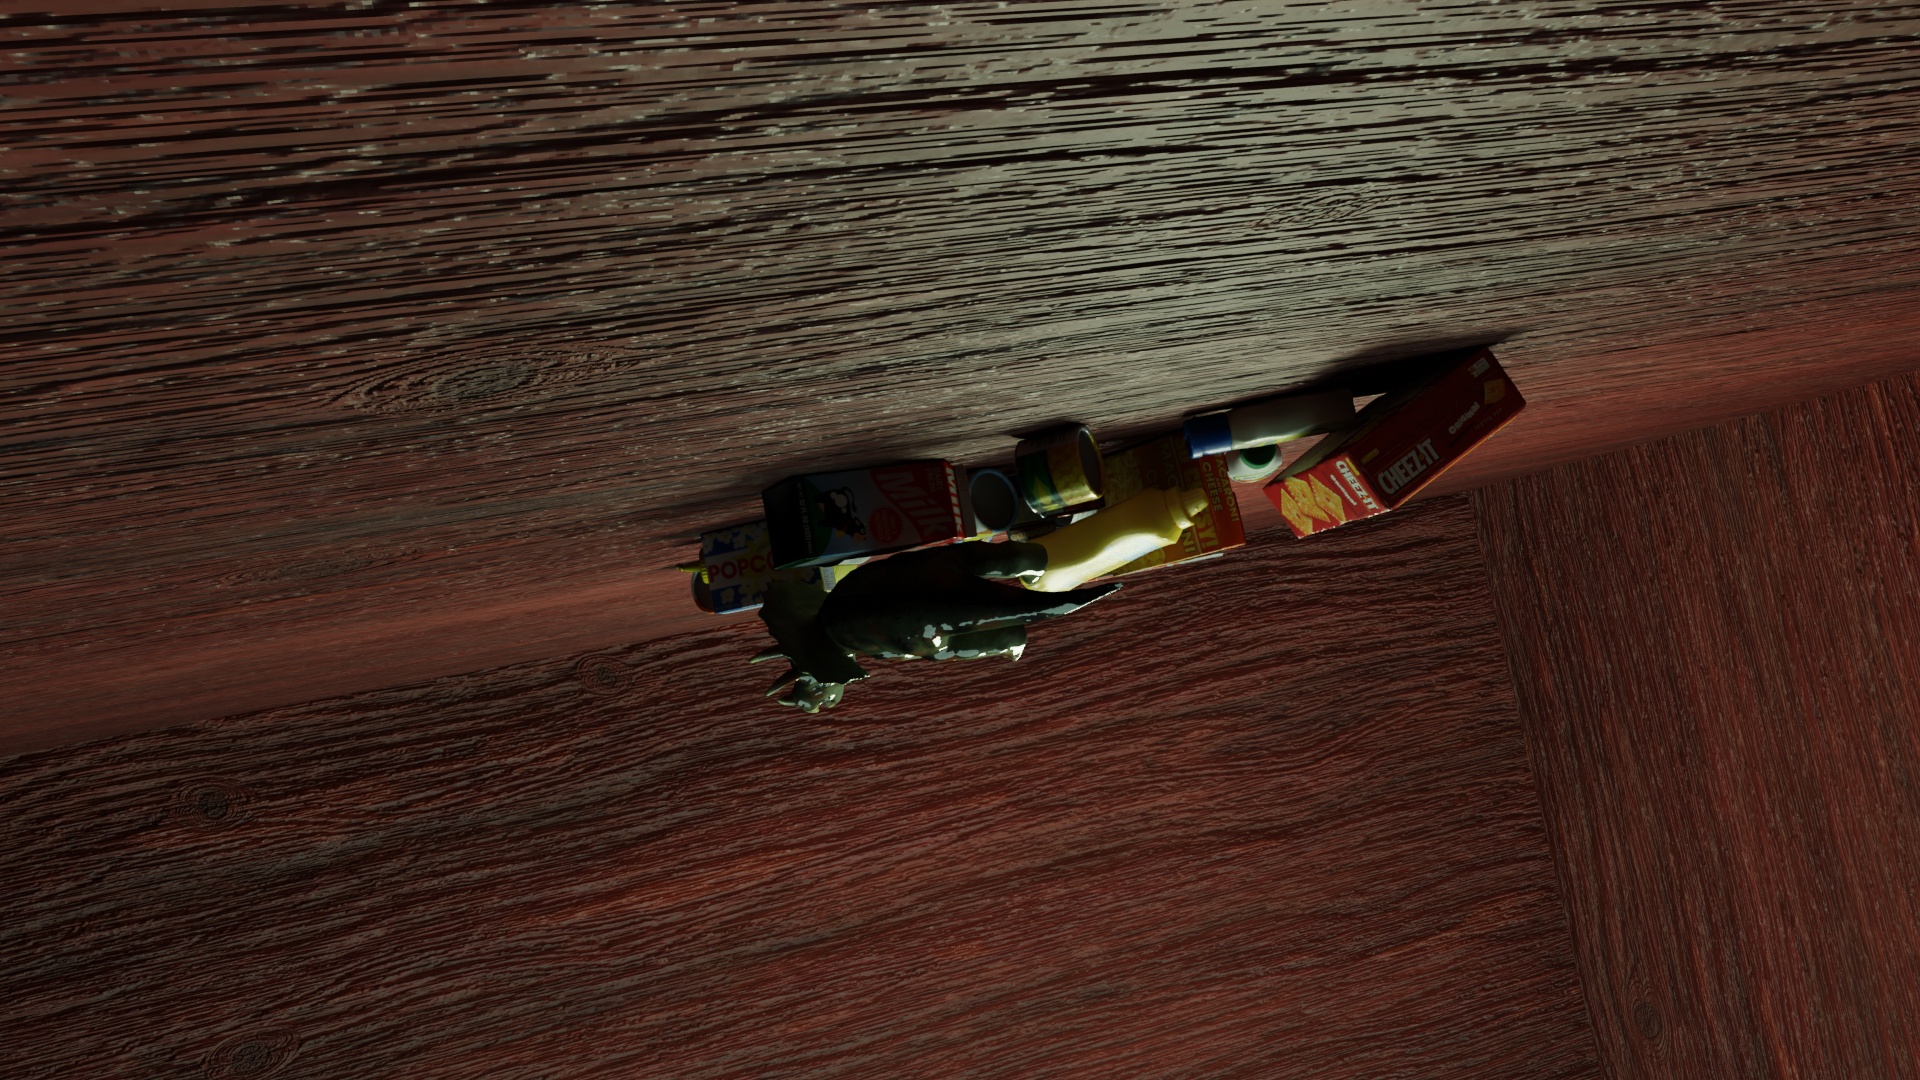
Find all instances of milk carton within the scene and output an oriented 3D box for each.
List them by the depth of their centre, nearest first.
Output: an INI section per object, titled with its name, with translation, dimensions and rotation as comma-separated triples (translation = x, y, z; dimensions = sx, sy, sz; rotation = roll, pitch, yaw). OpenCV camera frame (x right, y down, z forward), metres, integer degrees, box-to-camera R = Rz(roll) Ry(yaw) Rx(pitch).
[milk carton]
translation = -0.071, -0.025, 1.232
dimensions = 0.191, 0.072, 0.073
rotation = -8, 175, -30

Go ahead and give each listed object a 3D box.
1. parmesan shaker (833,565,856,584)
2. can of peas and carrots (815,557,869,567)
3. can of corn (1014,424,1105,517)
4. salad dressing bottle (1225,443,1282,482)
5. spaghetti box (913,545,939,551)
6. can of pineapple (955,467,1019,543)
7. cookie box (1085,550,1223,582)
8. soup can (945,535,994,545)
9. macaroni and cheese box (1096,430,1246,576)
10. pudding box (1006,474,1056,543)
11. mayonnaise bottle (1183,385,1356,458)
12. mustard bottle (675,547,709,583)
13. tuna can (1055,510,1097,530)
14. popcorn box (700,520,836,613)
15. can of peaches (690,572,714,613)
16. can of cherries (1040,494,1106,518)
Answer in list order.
[parmesan shaker]
translation = -0.176, 0.026, 1.612
dimensions = 0.071, 0.071, 0.103
rotation = -14, 175, 31
[can of peas and carrots]
translation = -0.121, -0.009, 1.366
dimensions = 0.071, 0.071, 0.059
rotation = -13, 175, 21
[can of corn]
translation = 0.087, -0.059, 1.197
dimensions = 0.058, 0.071, 0.071
rotation = -14, 174, 23
[salad dressing bottle]
translation = 0.324, -0.092, 1.530
dimensions = 0.064, 0.044, 0.147
rotation = -13, 175, 8
[spaghetti box]
translation = -0.044, -0.016, 1.544
dimensions = 0.029, 0.050, 0.250
rotation = -9, 176, 1
[can of pineapple]
translation = 0.016, -0.035, 1.365
dimensions = 0.071, 0.071, 0.057
rotation = -7, 173, -39
[cookie box]
translation = 0.189, -0.027, 1.508
dimensions = 0.167, 0.123, 0.040
rotation = -12, 174, 8
[soup can]
translation = 0.005, -0.019, 1.495
dimensions = 0.071, 0.071, 0.083
rotation = -11, 175, 3
[macaroni and cheese box]
translation = 0.205, -0.039, 1.402
dimensions = 0.040, 0.123, 0.166
rotation = -12, 177, -35
[pudding box]
translation = 0.066, -0.033, 1.426
dimensions = 0.050, 0.084, 0.030
rotation = -12, 133, -3
[mayonnaise bottle]
translation = 0.279, -0.106, 1.261
dimensions = 0.148, 0.041, 0.065
rotation = -12, 177, 2
[mustard bottle]
translation = -0.230, 0.023, 1.502
dimensions = 0.160, 0.065, 0.049
rotation = -7, 179, 0
[tuna can]
translation = 0.113, -0.046, 1.467
dimensions = 0.033, 0.071, 0.071
rotation = -9, 175, -30
[popcorn box]
translation = -0.198, 0.023, 1.429
dimensions = 0.126, 0.085, 0.038
rotation = -12, 174, 14
[can of peaches]
translation = -0.292, 0.057, 1.734
dimensions = 0.071, 0.071, 0.058
rotation = -15, 173, 37
[can of cherries]
translation = 0.109, -0.056, 1.367
dimensions = 0.071, 0.058, 0.071
rotation = -11, 175, -1
